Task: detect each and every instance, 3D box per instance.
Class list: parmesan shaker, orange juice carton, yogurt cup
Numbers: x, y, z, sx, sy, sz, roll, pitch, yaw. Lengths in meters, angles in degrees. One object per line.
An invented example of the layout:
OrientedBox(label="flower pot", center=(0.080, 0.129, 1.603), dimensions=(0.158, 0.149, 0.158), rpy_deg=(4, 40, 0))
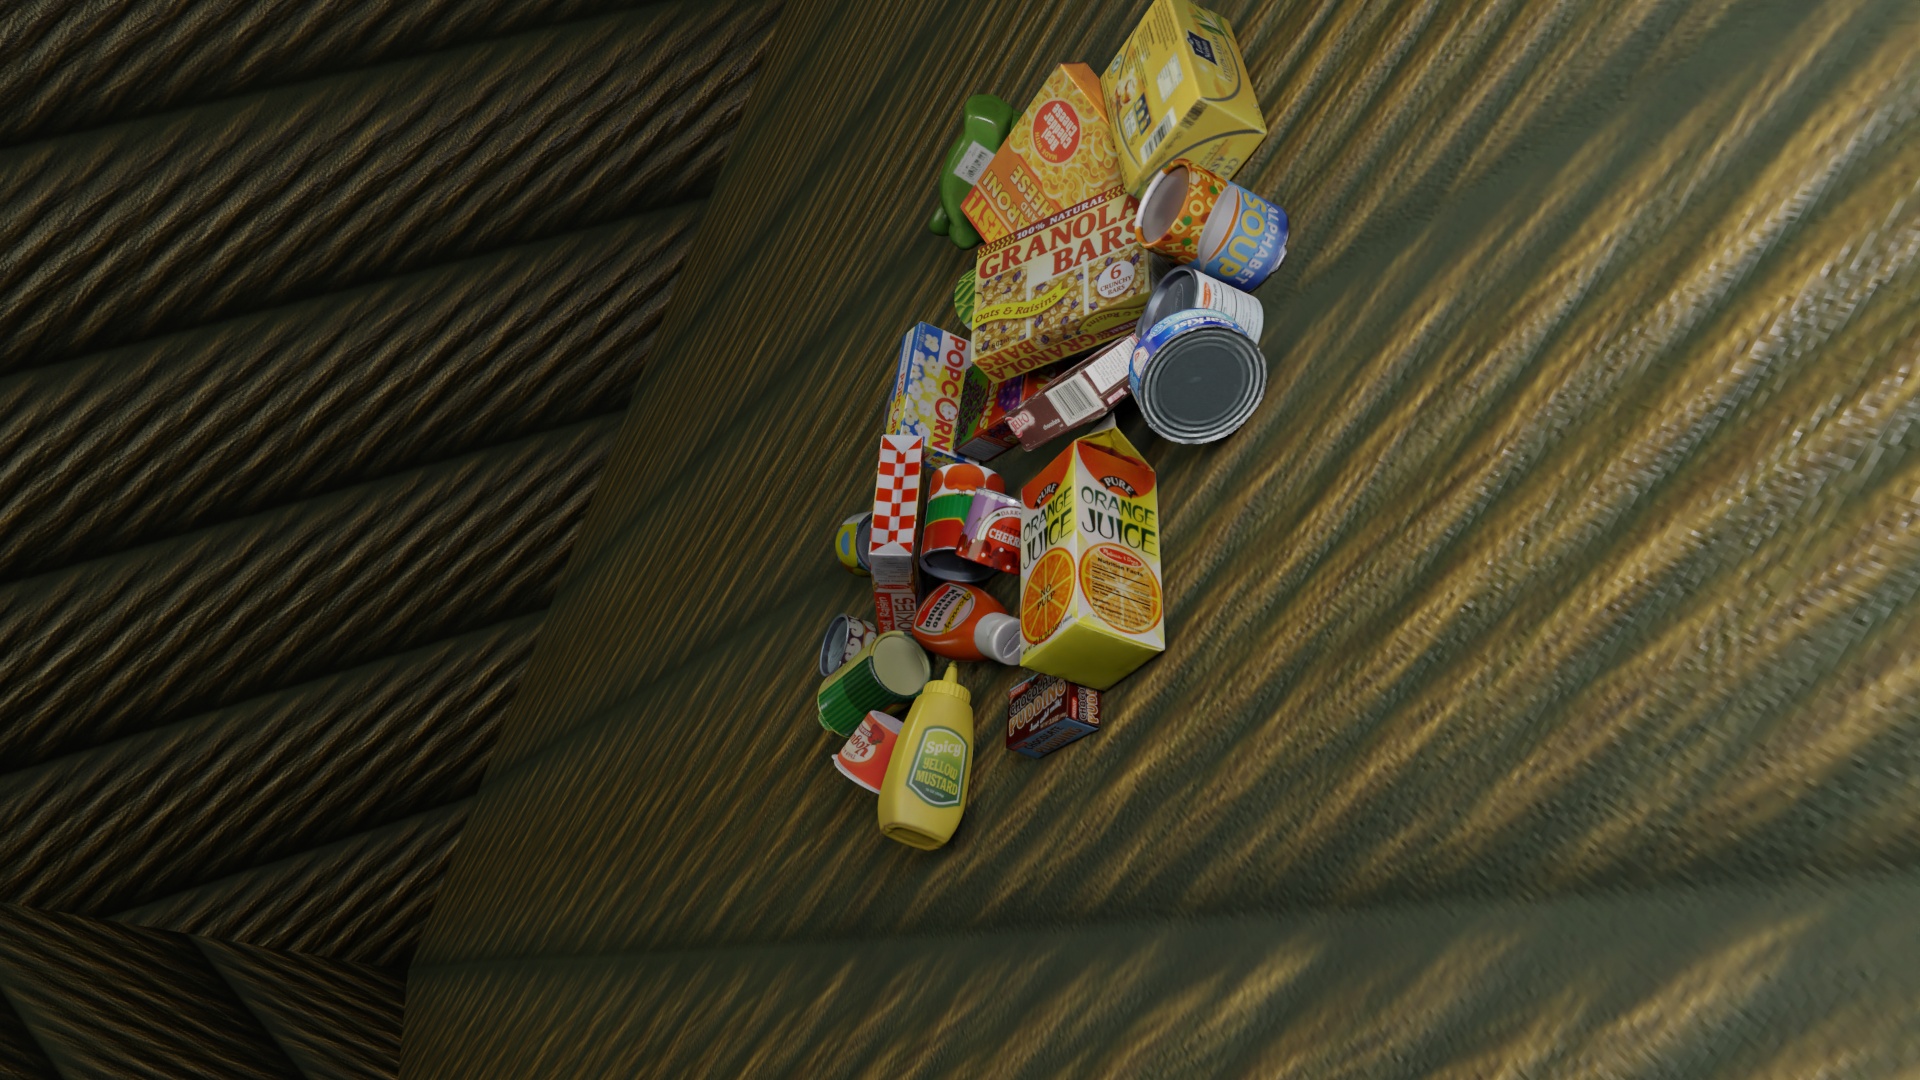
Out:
OrientedBox(label="parmesan shaker", center=(-0.079, 0.132, 1.250), dimensions=(0.102, 0.071, 0.071), rpy_deg=(-40, 38, 48))
OrientedBox(label="orange juice carton", center=(0.091, 0.000, 0.980), dimensions=(0.071, 0.073, 0.193), rpy_deg=(-44, 35, 46))
OrientedBox(label="yogurt cup", center=(-0.067, 0.183, 1.197), dimensions=(0.054, 0.072, 0.072), rpy_deg=(-61, 24, 3))

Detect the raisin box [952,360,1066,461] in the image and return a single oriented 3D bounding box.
OrientedBox(label="raisin box", center=(0.043, -0.130, 1.223), dimensions=(0.123, 0.040, 0.086), rpy_deg=(-26, 49, 57))

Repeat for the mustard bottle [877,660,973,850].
OrientedBox(label="mustard bottle", center=(-0.021, 0.164, 1.113), dimensions=(0.048, 0.065, 0.161), rpy_deg=(-41, 31, 53))

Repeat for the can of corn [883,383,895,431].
OrientedBox(label="can of corn", center=(-0.035, -0.126, 1.364), dimensions=(0.071, 0.058, 0.071), rpy_deg=(-46, 34, 44))

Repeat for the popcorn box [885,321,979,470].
OrientedBox(label="popcorn box", center=(-0.018, -0.132, 1.300), dimensions=(0.038, 0.085, 0.127), rpy_deg=(-29, 46, 56))

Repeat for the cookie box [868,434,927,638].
OrientedBox(label="cookie box", center=(-0.053, 0.005, 1.233), dimensions=(0.166, 0.040, 0.123), rpy_deg=(88, -175, -57))

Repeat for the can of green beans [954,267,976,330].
OrientedBox(label="can of green beans", center=(0.035, -0.226, 1.279), dimensions=(0.057, 0.071, 0.071), rpy_deg=(-10, 64, 64))

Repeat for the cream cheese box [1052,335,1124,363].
OrientedBox(label="cream cheese box", center=(0.087, -0.176, 1.136), dimensions=(0.103, 0.024, 0.053), rpy_deg=(-11, 58, 35))

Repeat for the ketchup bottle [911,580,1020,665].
OrientedBox(label="ketchup bottle", center=(0.012, 0.071, 1.128), dimensions=(0.065, 0.043, 0.149), rpy_deg=(-52, 22, -11))

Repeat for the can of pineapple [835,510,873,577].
OrientedBox(label="can of pineapple", center=(-0.082, 0.005, 1.360), dimensions=(0.058, 0.071, 0.071), rpy_deg=(-9, 65, 64))

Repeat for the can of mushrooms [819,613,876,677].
OrientedBox(label="can of mushrooms", center=(-0.112, 0.110, 1.384), dimensions=(0.070, 0.033, 0.071), rpy_deg=(-46, 34, 43))

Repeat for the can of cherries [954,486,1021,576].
OrientedBox(label="can of cherries", center=(0.035, -0.006, 1.111), dimensions=(0.071, 0.071, 0.058), rpy_deg=(21, 92, 66))

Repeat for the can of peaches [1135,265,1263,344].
OrientedBox(label="can of peaches", center=(0.164, -0.147, 0.953), dimensions=(0.071, 0.058, 0.071), rpy_deg=(-46, 34, 45))

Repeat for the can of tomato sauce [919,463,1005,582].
OrientedBox(label="can of tomato sauce", center=(0.004, -0.015, 1.189), dimensions=(0.071, 0.071, 0.083), rpy_deg=(-36, 41, 53))

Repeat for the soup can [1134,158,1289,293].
OrientedBox(label="soup can", center=(0.173, -0.215, 0.952), dimensions=(0.071, 0.084, 0.072), rpy_deg=(-45, 35, 44))

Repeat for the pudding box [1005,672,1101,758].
OrientedBox(label="pudding box", center=(0.067, 0.119, 0.995), dimensions=(0.083, 0.030, 0.050), rpy_deg=(-37, 39, 51))

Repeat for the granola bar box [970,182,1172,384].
OrientedBox(label="granola bar box", center=(0.087, -0.208, 1.108), dimensions=(0.165, 0.039, 0.125), rpy_deg=(-18, 53, 31))

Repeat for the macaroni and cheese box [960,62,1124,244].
OrientedBox(label="macaroni and cheese box", center=(0.086, -0.301, 1.185), dimensions=(0.124, 0.040, 0.165), rpy_deg=(56, 134, 15))
